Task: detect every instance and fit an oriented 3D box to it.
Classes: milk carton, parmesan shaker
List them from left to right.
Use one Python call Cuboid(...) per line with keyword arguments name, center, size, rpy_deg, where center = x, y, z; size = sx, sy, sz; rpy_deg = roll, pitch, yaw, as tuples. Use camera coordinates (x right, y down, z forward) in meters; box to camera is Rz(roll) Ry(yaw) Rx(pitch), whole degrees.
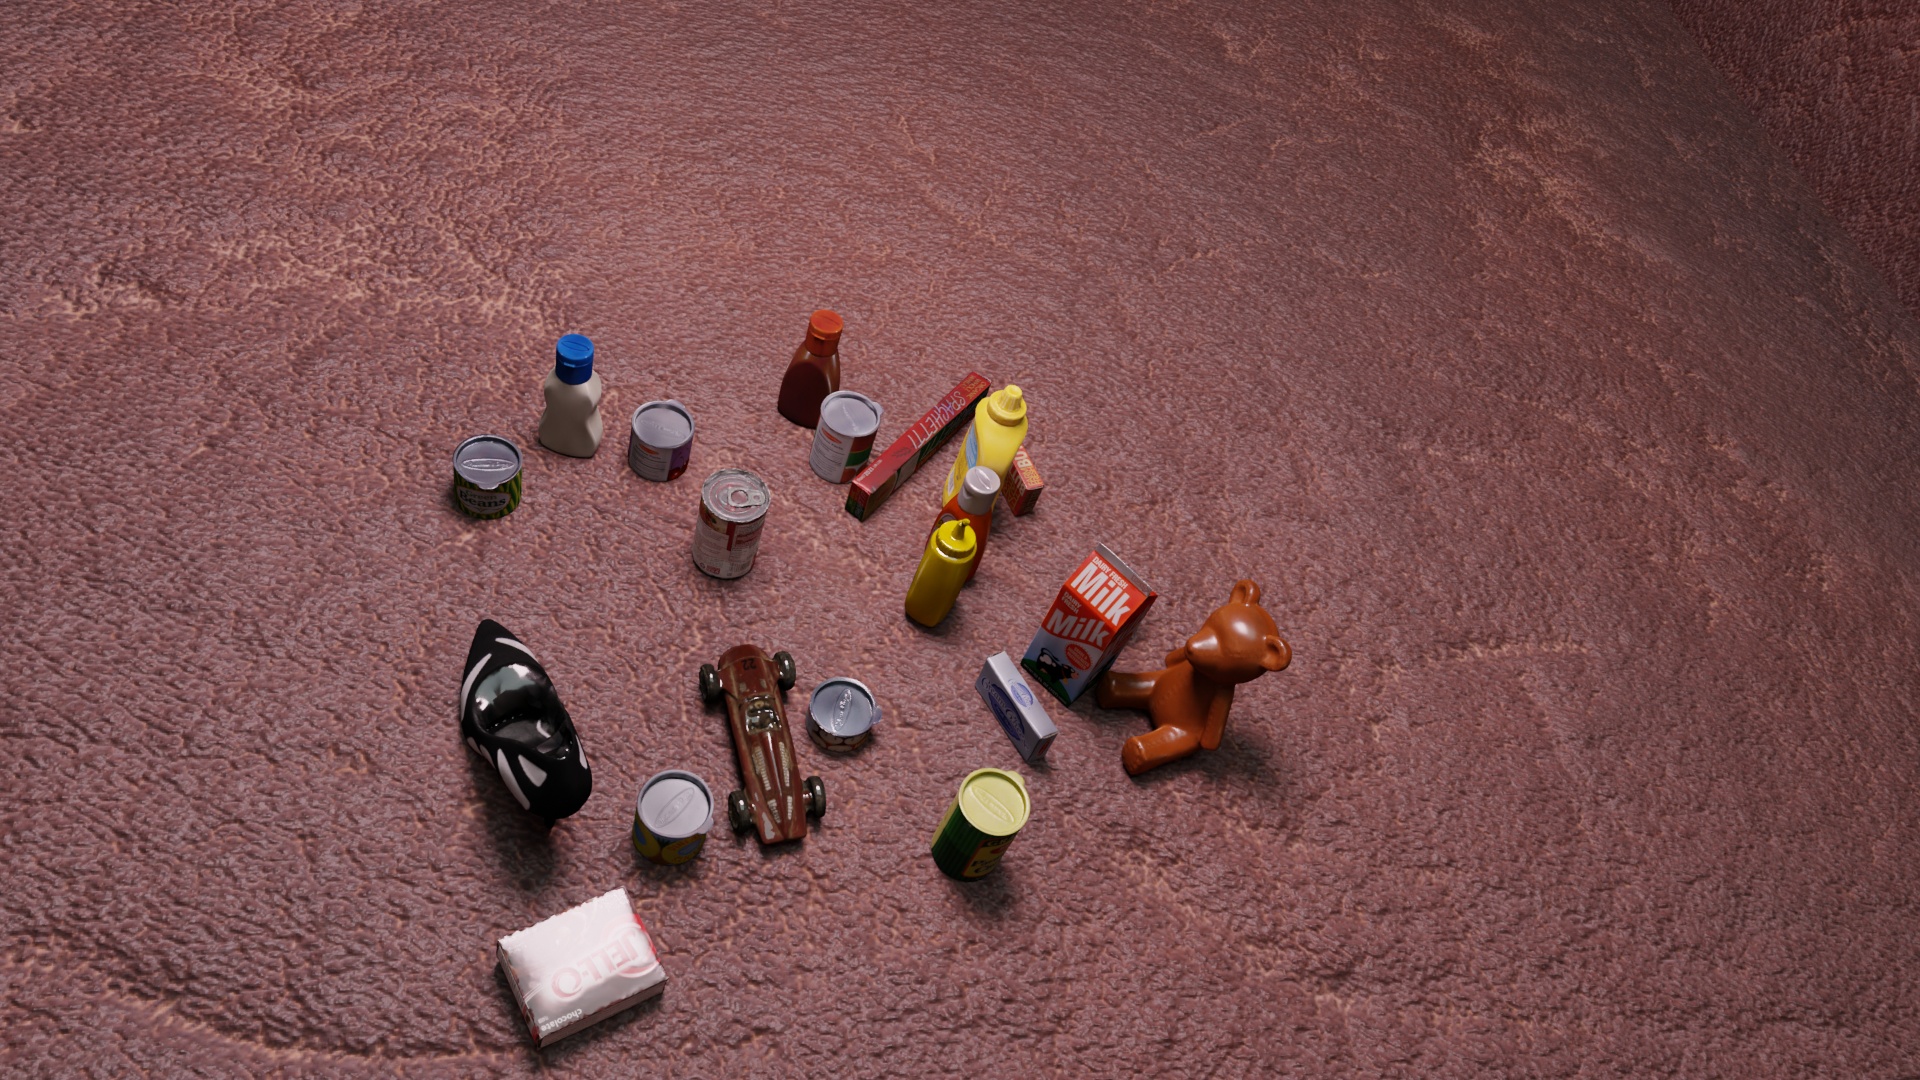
Cuboid(name="parmesan shaker", center=(0.019, 0.260, 1.271), size=(0.071, 0.102, 0.072), rpy_deg=(9, 51, -11))
Cuboid(name="milk carton", center=(0.134, 0.080, 1.396), size=(0.072, 0.189, 0.074), rpy_deg=(42, 52, 16))

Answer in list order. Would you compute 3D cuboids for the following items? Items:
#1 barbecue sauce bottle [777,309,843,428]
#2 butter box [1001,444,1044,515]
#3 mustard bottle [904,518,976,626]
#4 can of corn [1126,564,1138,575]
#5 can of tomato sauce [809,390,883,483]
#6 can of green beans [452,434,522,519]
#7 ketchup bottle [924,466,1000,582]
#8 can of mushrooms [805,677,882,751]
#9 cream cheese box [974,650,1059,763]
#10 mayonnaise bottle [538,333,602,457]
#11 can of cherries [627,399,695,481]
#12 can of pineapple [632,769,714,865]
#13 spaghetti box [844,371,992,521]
Cuboid(name="barbecue sauce bottle", center=(-0.162, -0.191, 1.542), size=(0.065, 0.147, 0.044), rpy_deg=(24, 49, 1))
Cuboid(name="butter box", center=(0.059, -0.084, 1.592), size=(0.024, 0.052, 0.104), rpy_deg=(-11, 57, -26))
Cuboid(name="mustard bottle", center=(-0.015, 0.023, 1.412), size=(0.049, 0.159, 0.066), rpy_deg=(30, 50, 6))
Cuboid(name="can of corn", center=(0.155, 0.063, 1.504), size=(0.071, 0.058, 0.071), rpy_deg=(9, 50, -11))
Cuboid(name="can of tomato sauce", center=(-0.127, -0.114, 1.535), size=(0.071, 0.082, 0.071), rpy_deg=(9, 50, -11))
Cuboid(name="can of green beans", center=(-0.475, -0.064, 1.395), size=(0.071, 0.057, 0.071), rpy_deg=(9, 50, -11))
Cuboid(name="ketchup bottle", center=(0.005, -0.018, 1.459), size=(0.044, 0.148, 0.065), rpy_deg=(-23, 63, -32))
Cuboid(name="can of mushrooms", center=(-0.114, 0.169, 1.345), size=(0.071, 0.033, 0.071), rpy_deg=(9, 50, -11))
Cuboid(name="cream cheese box", center=(0.055, 0.167, 1.390), size=(0.024, 0.053, 0.104), rpy_deg=(-19, 61, -30))
Cuboid(name="mayonnaise bottle", center=(-0.399, -0.148, 1.429), size=(0.065, 0.147, 0.041), rpy_deg=(15, 50, -6))
Cuboid(name="can of cherries", center=(-0.318, -0.107, 1.482), size=(0.071, 0.058, 0.072), rpy_deg=(9, 50, -11))
Cuboid(name="can of pineapple", center=(-0.252, 0.246, 1.222), size=(0.071, 0.057, 0.071), rpy_deg=(9, 50, -11))
Cuboid(name="spaghetti box", center=(-0.045, -0.111, 1.582), size=(0.029, 0.049, 0.251), rpy_deg=(35, 50, 10))
